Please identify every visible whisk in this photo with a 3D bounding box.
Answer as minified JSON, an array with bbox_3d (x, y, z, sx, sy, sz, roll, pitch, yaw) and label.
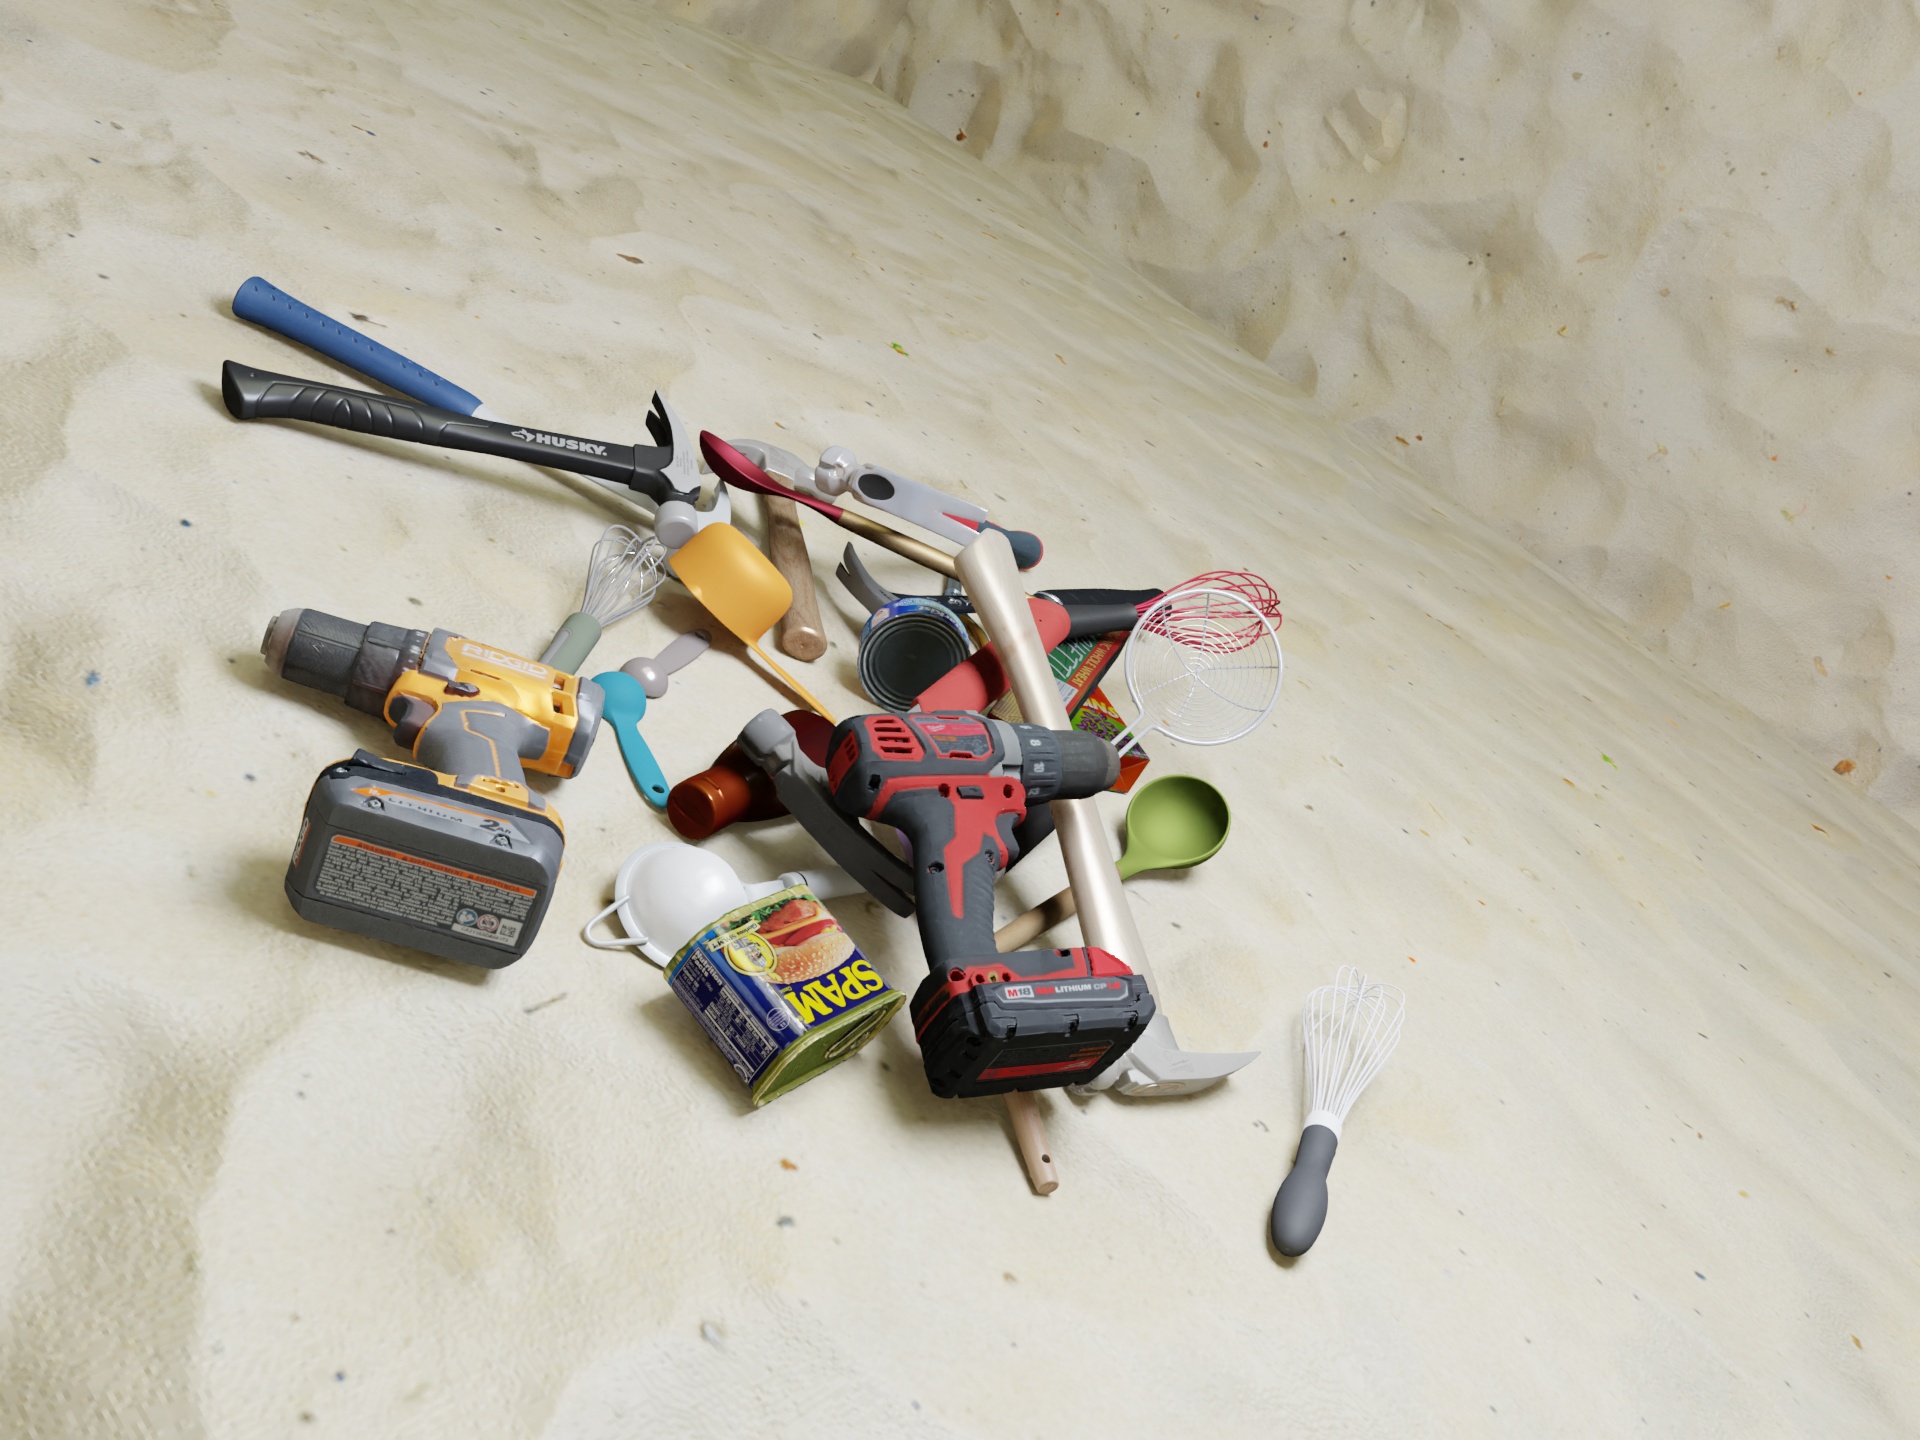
[{"bbox_3d":[-0.247,-0.066,1.053,0.059,0.058,0.246,58,22,-23],"label":"whisk"},{"bbox_3d":[0.156,-0.087,1.320,0.295,0.073,0.073,-6,42,-33],"label":"whisk"},{"bbox_3d":[0.234,0.240,1.000,0.070,0.070,0.285,33,30,6],"label":"whisk"}]

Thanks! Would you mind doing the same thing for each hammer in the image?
[{"bbox_3d":[0.061,-0.104,1.405,0.149,0.036,0.408,40,27,31],"label":"hammer"},{"bbox_3d":[0.077,0.047,1.049,0.146,0.038,0.411,9,53,-38],"label":"hammer"},{"bbox_3d":[-0.146,-0.149,1.322,0.130,0.031,0.332,19,28,-22],"label":"hammer"},{"bbox_3d":[0.016,-0.165,1.382,0.143,0.038,0.386,24,7,19],"label":"hammer"},{"bbox_3d":[-0.356,-0.212,1.156,0.334,0.035,0.146,9,46,-22],"label":"hammer"},{"bbox_3d":[-0.365,-0.235,1.242,0.405,0.035,0.144,27,26,-6],"label":"hammer"},{"bbox_3d":[-0.002,-0.003,1.081,0.149,0.036,0.359,45,35,4],"label":"hammer"}]

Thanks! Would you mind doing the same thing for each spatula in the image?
[{"bbox_3d":[0.010,0.144,0.951,0.059,0.018,0.316,9,37,-24],"label":"spatula"}]

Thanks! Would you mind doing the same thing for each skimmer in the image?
[{"bbox_3d":[0.125,0.011,1.172,0.127,0.090,0.363,48,41,4],"label":"skimmer"}]

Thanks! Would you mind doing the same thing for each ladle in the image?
[{"bbox_3d":[-0.075,-0.158,1.312,0.315,0.031,0.069,25,15,-4],"label":"ladle"},{"bbox_3d":[0.097,0.103,1.099,0.078,0.062,0.320,29,26,24],"label":"ladle"}]

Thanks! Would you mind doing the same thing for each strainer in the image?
[{"bbox_3d":[-0.103,0.096,0.922,0.258,0.050,0.087,-2,56,-53],"label":"strainer"}]

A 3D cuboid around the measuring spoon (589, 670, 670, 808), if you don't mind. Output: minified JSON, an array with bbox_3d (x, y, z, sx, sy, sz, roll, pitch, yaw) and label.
[{"bbox_3d":[-0.201,0.007,0.994,0.042,0.021,0.129,9,32,-37],"label":"measuring spoon"}]

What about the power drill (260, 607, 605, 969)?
[{"bbox_3d":[-0.286,0.018,0.829,0.185,0.084,0.226,19,24,-17],"label":"power drill"}]

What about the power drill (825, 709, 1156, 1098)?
[{"bbox_3d":[0.034,0.090,0.910,0.187,0.080,0.227,1,52,-28],"label":"power drill"}]

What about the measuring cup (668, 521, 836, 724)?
[{"bbox_3d":[-0.134,-0.074,1.150,0.174,0.052,0.095,45,3,10],"label":"measuring cup"}]

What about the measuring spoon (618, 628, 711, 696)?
[{"bbox_3d":[-0.198,-0.047,1.101,0.034,0.018,0.124,31,25,2],"label":"measuring spoon"}]
